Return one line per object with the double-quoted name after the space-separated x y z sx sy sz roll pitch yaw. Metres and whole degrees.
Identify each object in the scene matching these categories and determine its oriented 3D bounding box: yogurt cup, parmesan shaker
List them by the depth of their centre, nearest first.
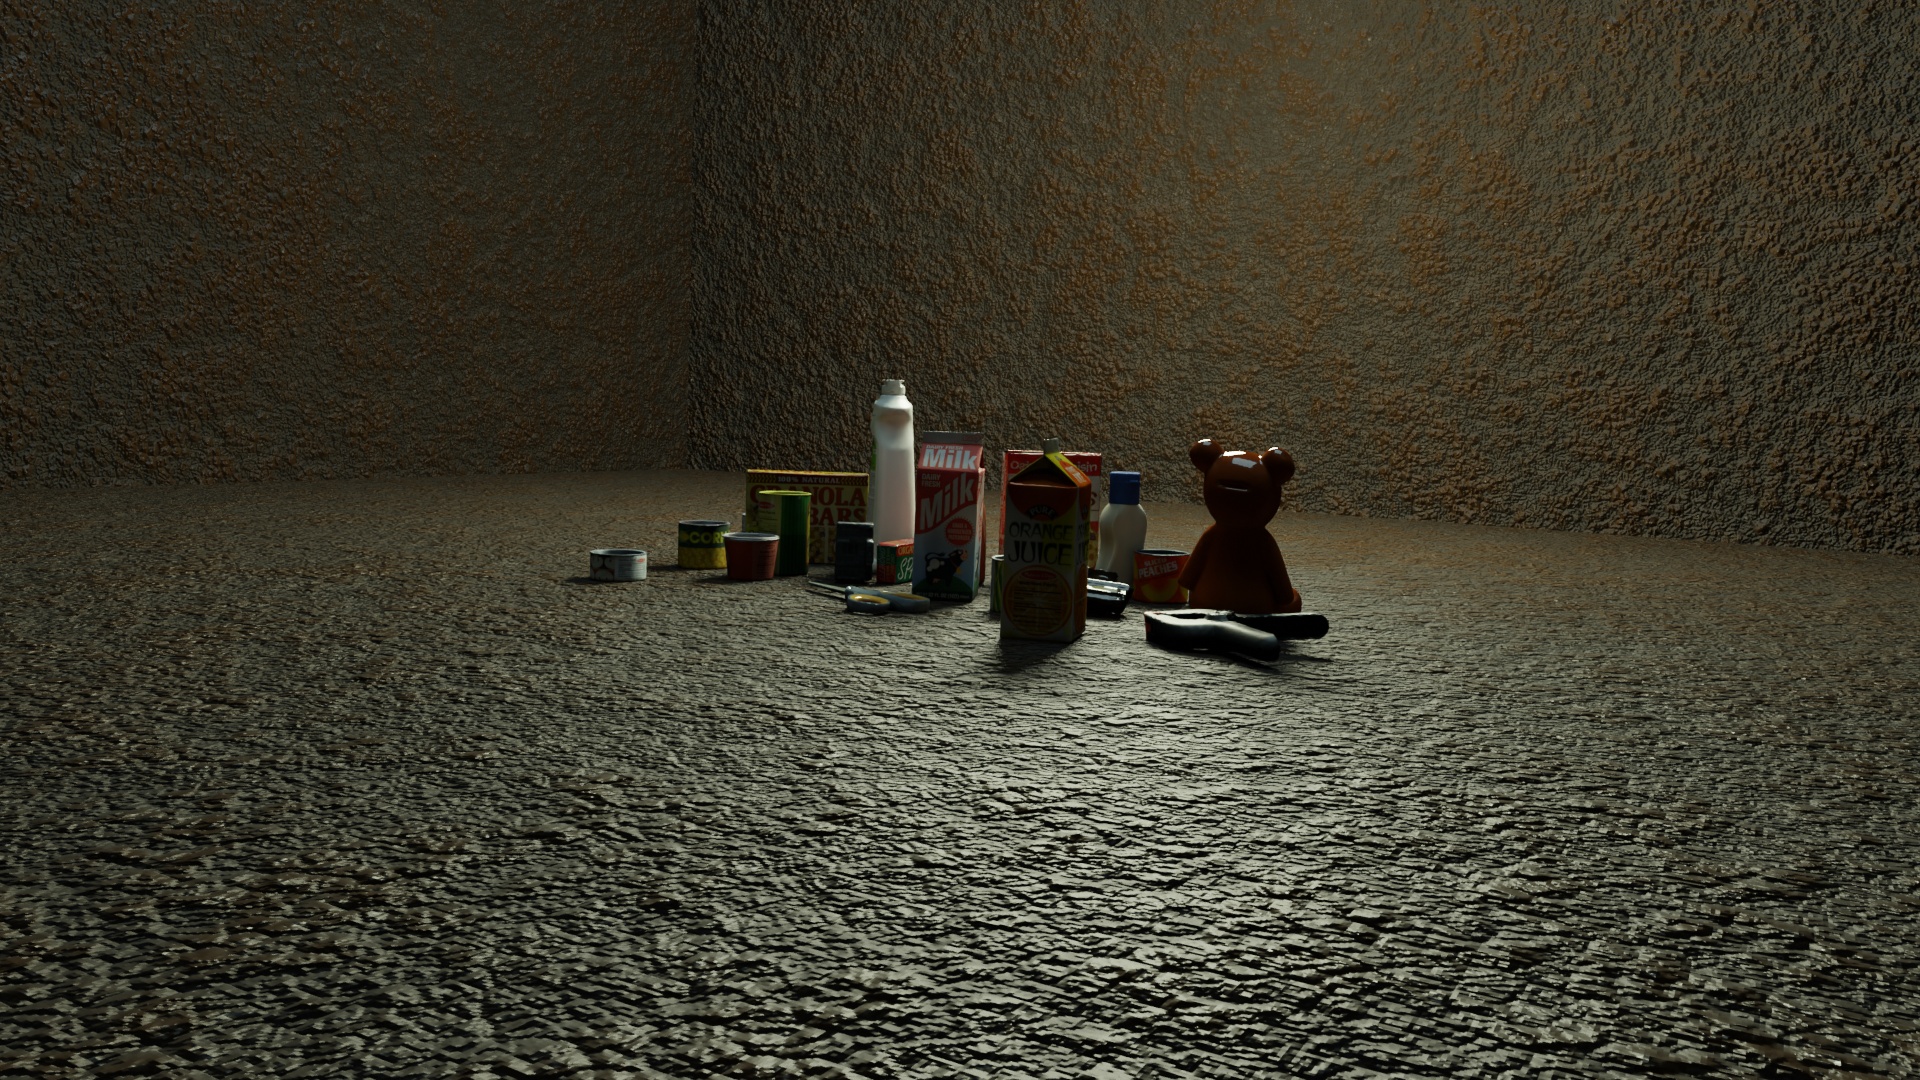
-0.257 0.020 1.701 0.072 0.054 0.072 2 5 0 "yogurt cup"
-0.225 -0.010 1.762 0.071 0.103 0.071 2 5 0 "parmesan shaker"

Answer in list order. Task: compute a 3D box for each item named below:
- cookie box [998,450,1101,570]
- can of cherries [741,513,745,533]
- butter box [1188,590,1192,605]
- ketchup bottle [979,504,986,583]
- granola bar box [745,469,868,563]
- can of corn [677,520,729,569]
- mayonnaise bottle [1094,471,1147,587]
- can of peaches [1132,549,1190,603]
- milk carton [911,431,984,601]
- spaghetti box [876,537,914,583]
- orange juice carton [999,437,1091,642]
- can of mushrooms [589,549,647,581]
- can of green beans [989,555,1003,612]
0.113 -0.030 1.760 0.123 0.167 0.040 1 5 -10 "cookie box"
-0.272 -0.008 1.957 0.071 0.058 0.071 2 5 0 "can of cherries"
0.316 0.051 1.598 0.103 0.053 0.024 2 5 -4 "butter box"
0.006 -0.022 1.734 0.043 0.148 0.064 -1 6 -34 "ketchup bottle"
-0.208 -0.032 1.883 0.166 0.124 0.039 1 5 -7 "granola bar box"
-0.332 0.005 1.797 0.071 0.058 0.071 2 5 0 "can of corn"
0.195 -0.008 1.668 0.065 0.148 0.041 -1 6 -29 "mayonnaise bottle"
0.235 0.042 1.633 0.071 0.058 0.071 2 5 0 "can of peaches"
-0.013 -0.029 1.591 0.072 0.190 0.073 3 5 6 "milk carton"
-0.037 0.020 1.799 0.028 0.050 0.250 5 6 26 "spaghetti box"
0.084 -0.003 1.343 0.073 0.192 0.072 3 5 15 "orange juice carton"
-0.409 0.029 1.655 0.071 0.033 0.071 2 5 0 "can of mushrooms"
0.066 0.048 1.512 0.071 0.057 0.071 2 5 0 "can of green beans"
